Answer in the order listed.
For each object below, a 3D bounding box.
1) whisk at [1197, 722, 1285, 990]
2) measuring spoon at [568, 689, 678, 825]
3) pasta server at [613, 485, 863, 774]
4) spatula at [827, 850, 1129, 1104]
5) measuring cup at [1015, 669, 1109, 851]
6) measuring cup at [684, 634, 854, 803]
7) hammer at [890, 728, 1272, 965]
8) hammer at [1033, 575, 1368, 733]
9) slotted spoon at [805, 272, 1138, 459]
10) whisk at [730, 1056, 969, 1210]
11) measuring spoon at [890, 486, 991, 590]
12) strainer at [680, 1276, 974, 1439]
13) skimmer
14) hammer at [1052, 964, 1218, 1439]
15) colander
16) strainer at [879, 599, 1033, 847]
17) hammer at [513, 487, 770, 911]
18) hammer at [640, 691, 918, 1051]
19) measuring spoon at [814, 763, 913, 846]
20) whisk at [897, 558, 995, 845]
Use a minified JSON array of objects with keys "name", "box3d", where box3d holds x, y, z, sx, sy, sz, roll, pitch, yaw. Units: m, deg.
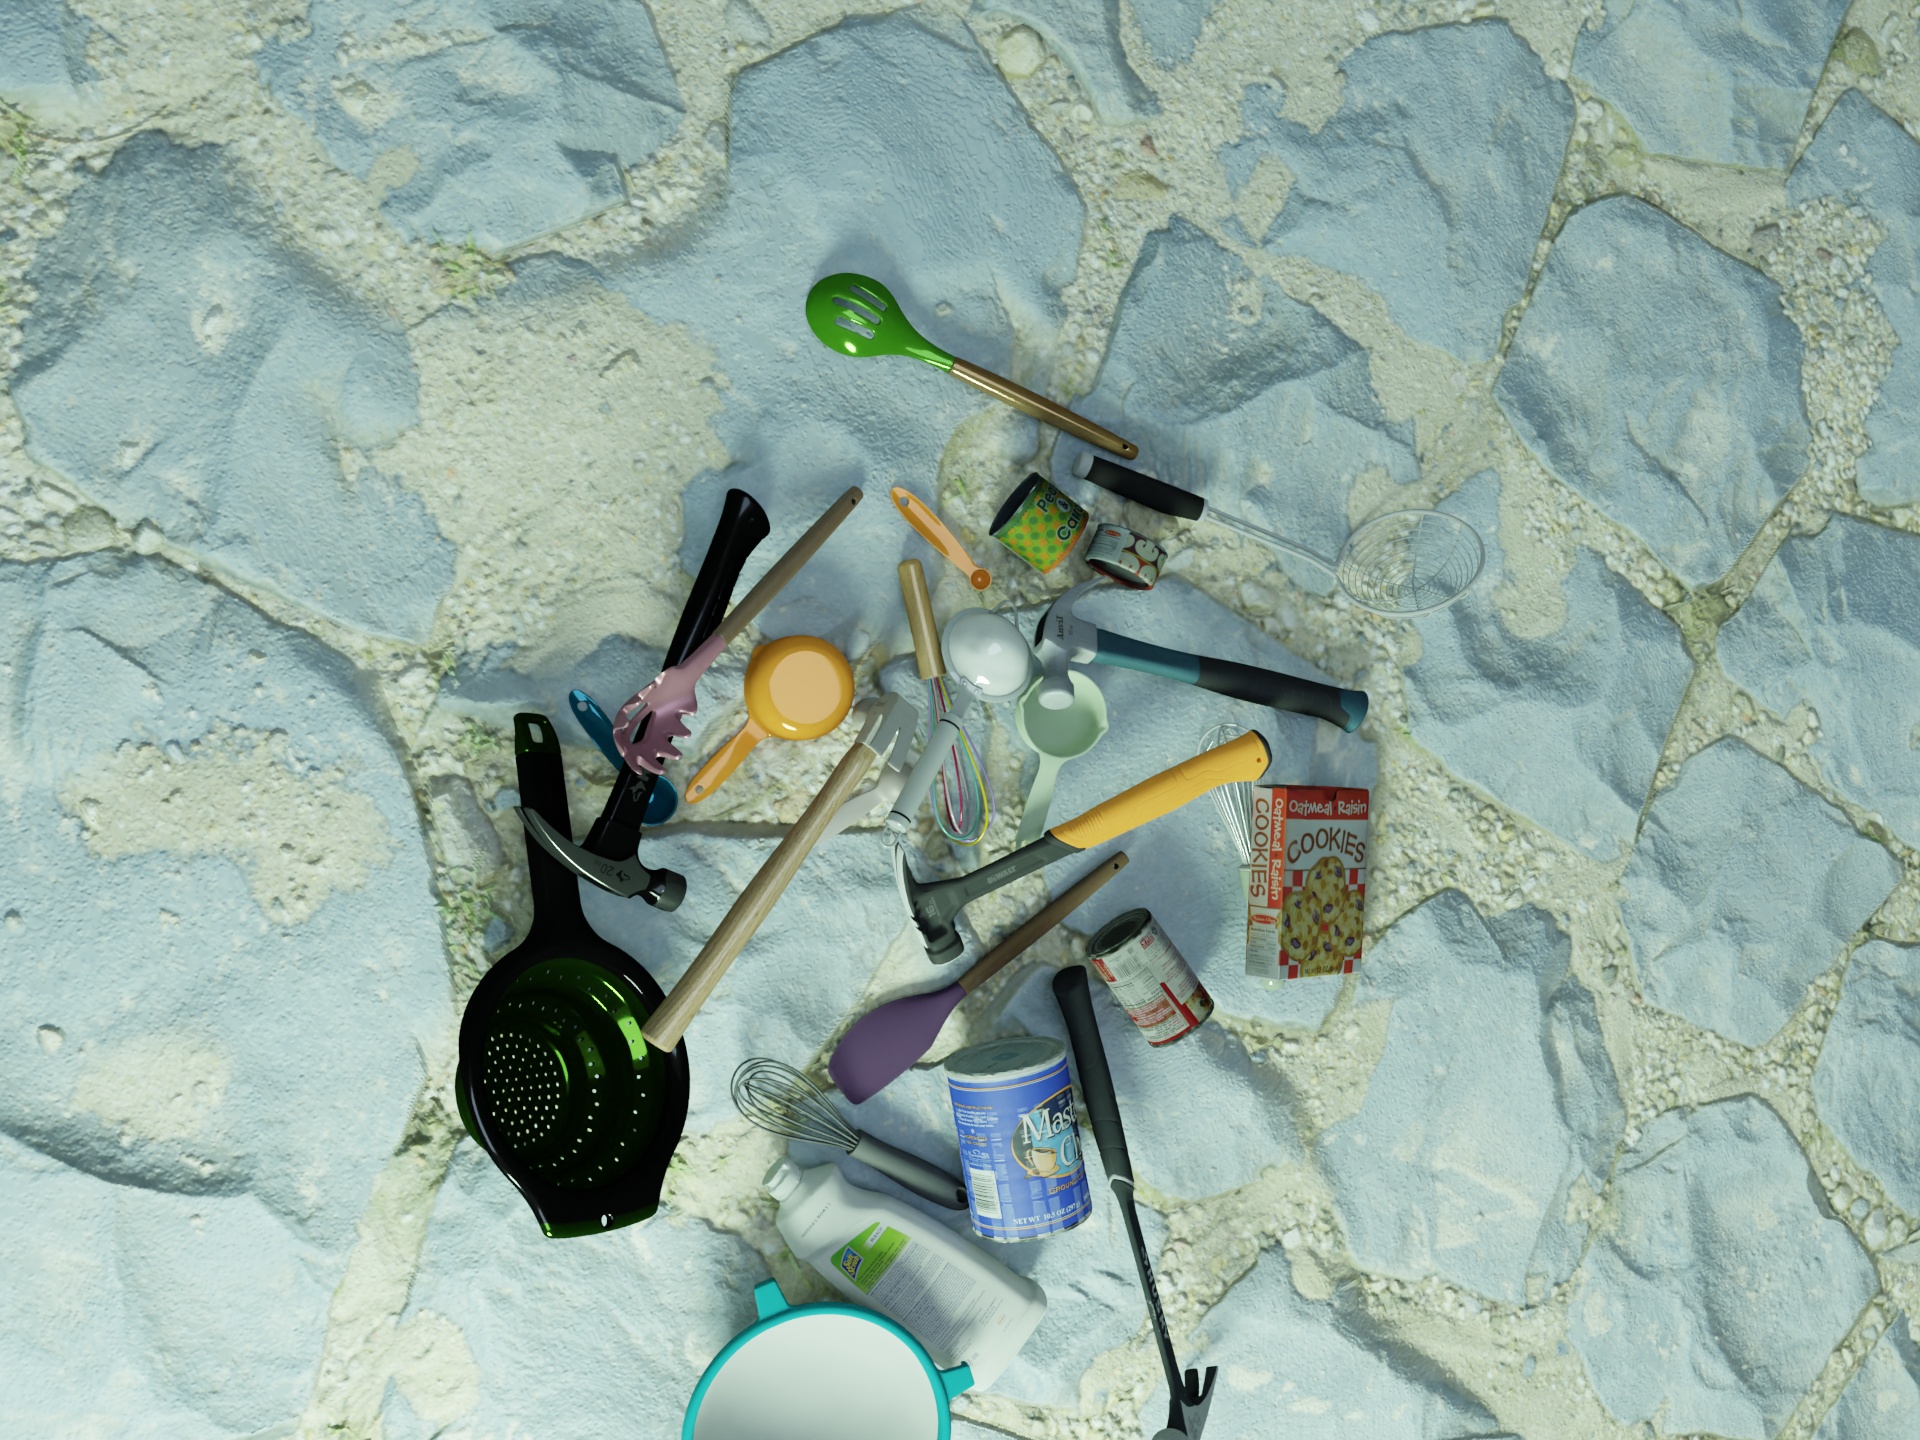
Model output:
[{"name":"whisk","box3d":[0.256,0.122,1.412,0.059,0.058,0.246,-9,97,19]},{"name":"measuring spoon","box3d":[-0.274,0.030,1.275,0.042,0.021,0.128,-36,90,-23]},{"name":"pasta server","box3d":[-0.168,-0.080,1.250,0.316,0.040,0.060,-51,131,-27]},{"name":"spatula","box3d":[0.020,0.210,1.354,0.316,0.018,0.059,-36,99,-12]},{"name":"measuring cup","box3d":[0.071,0.037,1.361,0.083,0.038,0.167,16,90,-15]},{"name":"measuring cup","box3d":[-0.157,0.003,1.285,0.095,0.052,0.173,45,77,-11]},{"name":"hammer","box3d":[0.106,0.084,1.328,0.337,0.034,0.127,-24,121,-8]},{"name":"hammer","box3d":[0.215,-0.040,1.384,0.330,0.033,0.128,13,58,-21]},{"name":"slotted spoon","box3d":[0.016,-0.293,1.350,0.313,0.031,0.070,23,84,-16]},{"name":"whisk","box3d":[-0.086,0.346,1.312,0.238,0.055,0.055,34,81,-18]},{"name":"measuring spoon","box3d":[-0.018,-0.154,1.350,0.117,0.011,0.021,45,80,-8]},{"name":"strainer","box3d":[-0.147,0.614,1.269,0.211,0.095,0.340,27,86,-11]},{"name":"skimmer","box3d":[0.279,-0.181,1.392,0.363,0.090,0.127,19,53,-12]},{"name":"hammer","box3d":[0.145,0.410,1.353,0.036,0.149,0.409,-16,85,21]},{"name":"colander","box3d":[-0.326,0.193,1.220,0.204,0.094,0.397,8,66,-51]},{"name":"strainer","box3d":[-0.002,-0.004,1.295,0.087,0.050,0.258,34,65,-12]},{"name":"hammer","box3d":[-0.229,-0.030,1.248,0.146,0.035,0.335,29,73,-33]},{"name":"hammer","box3d":[-0.139,0.114,1.241,0.031,0.130,0.331,39,77,-15]},{"name":"measuring spoon","box3d":[-0.088,0.075,1.323,0.124,0.018,0.034,-31,98,-13]},{"name":"whisk","box3d":[-0.021,-0.014,1.333,0.051,0.047,0.245,-12,89,-28]}]
